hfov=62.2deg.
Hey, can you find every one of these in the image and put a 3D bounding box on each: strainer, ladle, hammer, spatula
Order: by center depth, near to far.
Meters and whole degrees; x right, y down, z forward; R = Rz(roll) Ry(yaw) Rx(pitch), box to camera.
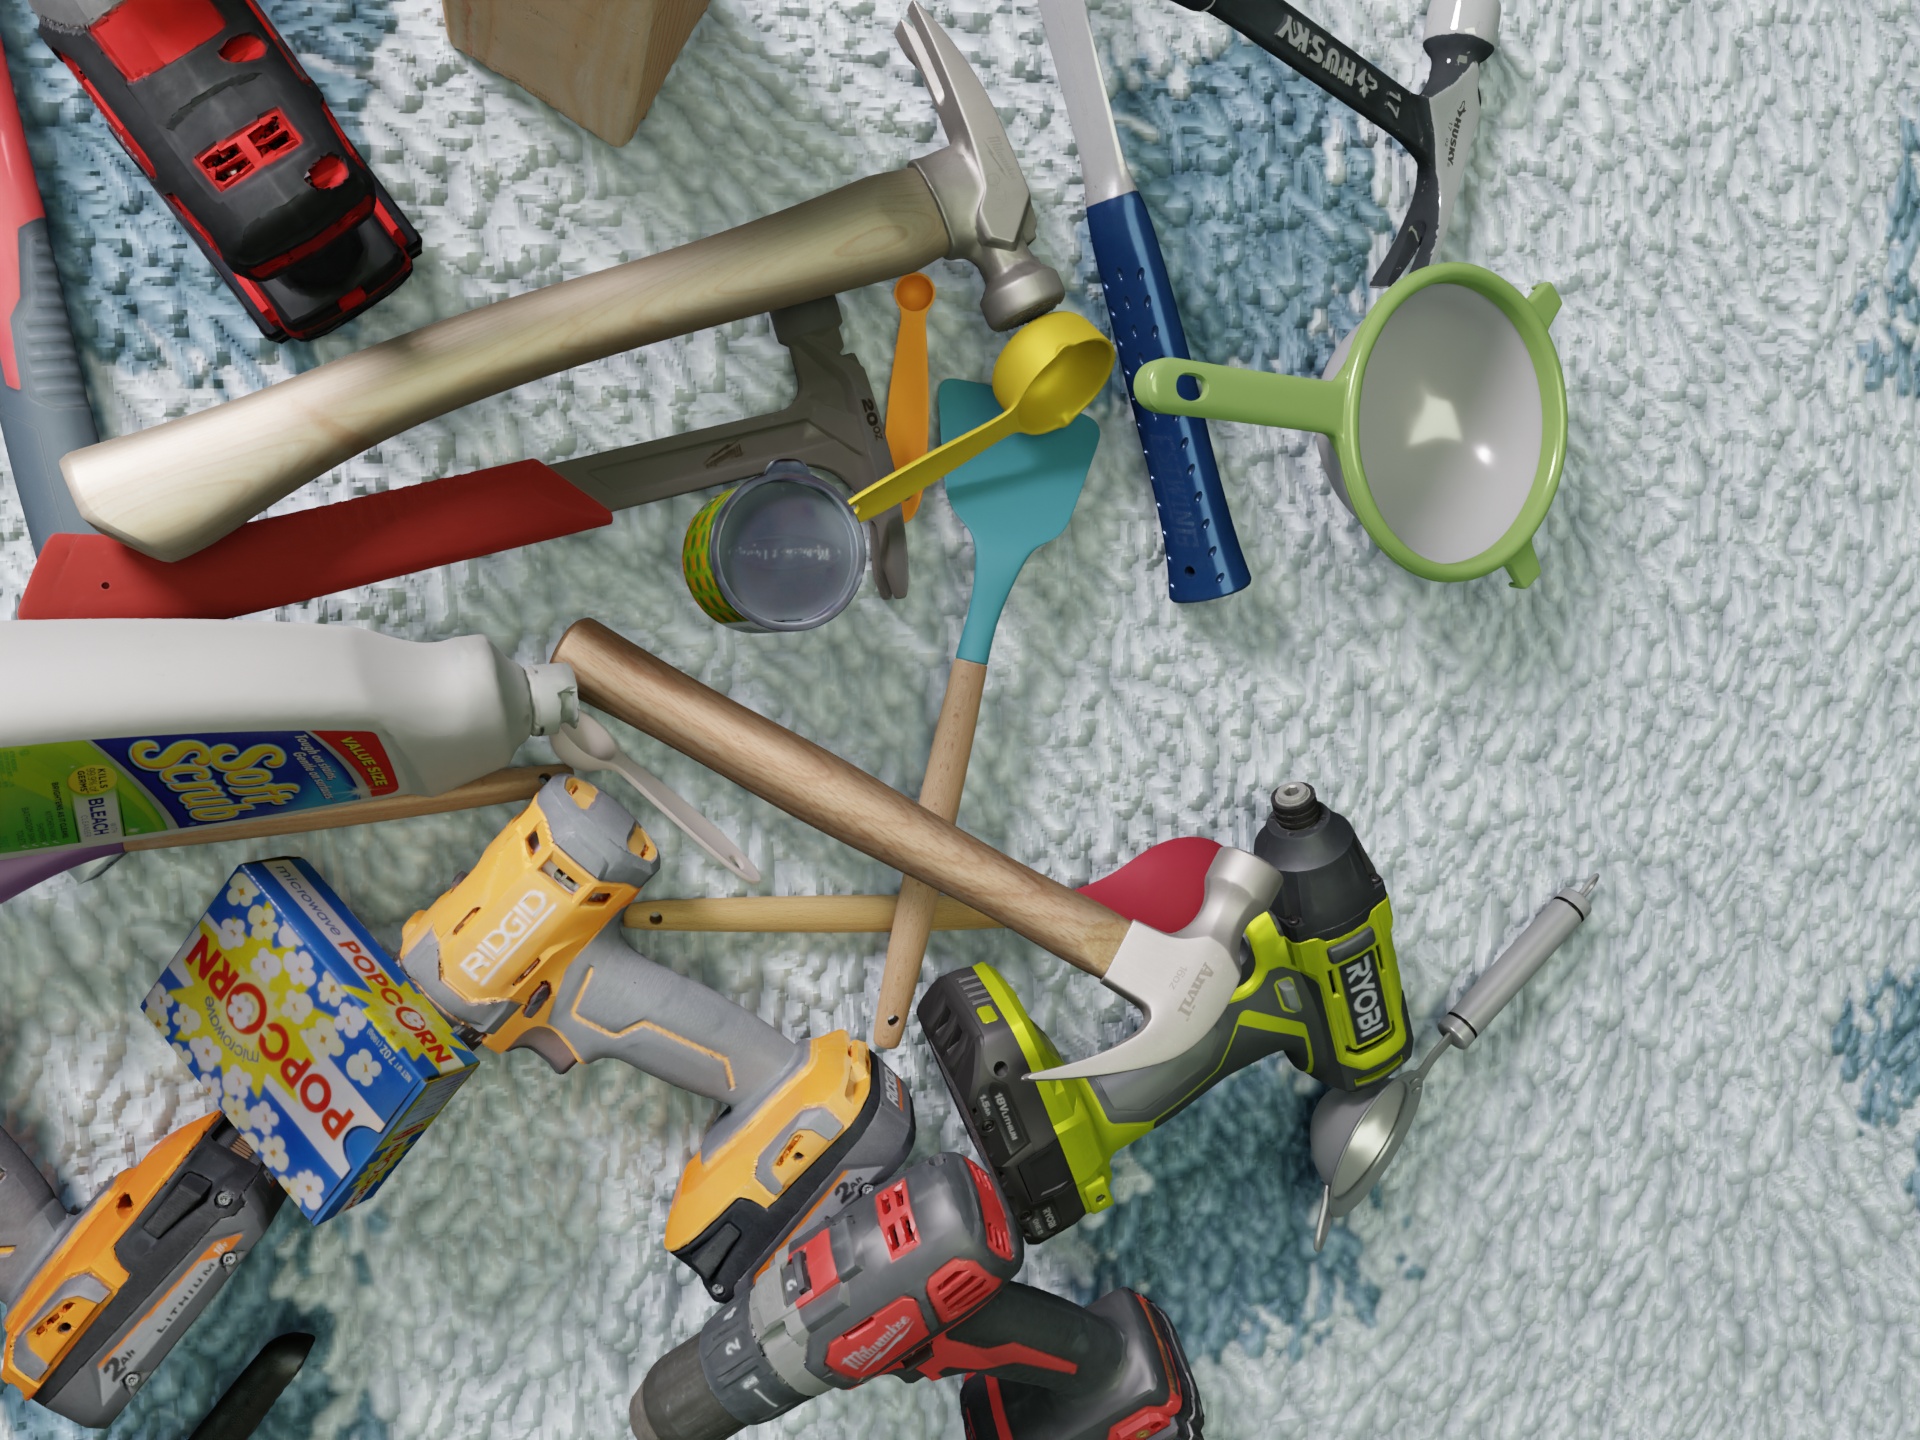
[{"bbox_3d":[-0.403,-0.205,0.635,0.143,0.038,0.386,-11,98,-12],"label":"hammer"},{"bbox_3d":[-0.157,-0.174,0.657,0.410,0.038,0.146,-25,94,-19],"label":"hammer"},{"bbox_3d":[-0.319,0.041,0.660,0.315,0.018,0.060,-6,81,-25],"label":"spatula"},{"bbox_3d":[0.109,-0.300,0.665,0.408,0.036,0.149,6,95,-45],"label":"hammer"},{"bbox_3d":[-0.199,-0.080,0.679,0.359,0.037,0.149,-18,99,-20],"label":"hammer"},{"bbox_3d":[-0.035,0.047,0.694,0.331,0.031,0.130,28,76,7],"label":"hammer"},{"bbox_3d":[0.071,-0.251,0.727,0.035,0.144,0.405,-37,115,-53],"label":"hammer"},{"bbox_3d":[-0.001,-0.002,0.751,0.082,0.044,0.317,13,91,-13],"label":"spatula"},{"bbox_3d":[0.177,-0.144,0.757,0.256,0.069,0.151,1,95,-29],"label":"strainer"},{"bbox_3d":[-0.003,0.092,0.772,0.315,0.031,0.069,1,98,-13],"label":"ladle"},{"bbox_3d":[0.255,0.169,0.837,0.258,0.050,0.086,-42,142,-14],"label":"strainer"}]

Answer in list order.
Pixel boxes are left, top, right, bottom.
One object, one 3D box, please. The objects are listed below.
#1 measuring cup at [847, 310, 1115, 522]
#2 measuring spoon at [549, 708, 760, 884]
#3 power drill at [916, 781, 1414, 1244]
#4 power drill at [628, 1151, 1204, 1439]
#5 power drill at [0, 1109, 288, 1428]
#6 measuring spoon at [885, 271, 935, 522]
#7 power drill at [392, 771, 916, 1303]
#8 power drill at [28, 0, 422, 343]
[{"bbox_3d":[0.000,-0.135,0.723,0.156,0.062,0.029,-32,68,-8],"label":"measuring cup"},{"bbox_3d":[-0.142,0.040,0.732,0.018,0.034,0.124,-42,109,15],"label":"measuring spoon"},{"bbox_3d":[0.101,0.136,0.754,0.223,0.080,0.171,-25,121,-9],"label":"power drill"},{"bbox_3d":[-0.015,0.293,0.710,0.188,0.080,0.226,-36,129,12],"label":"power drill"},{"bbox_3d":[-0.393,0.161,0.649,0.226,0.084,0.164,39,83,-11],"label":"power drill"},{"bbox_3d":[-0.024,-0.152,0.754,0.021,0.011,0.117,4,97,3],"label":"measuring spoon"},{"bbox_3d":[-0.156,0.160,0.708,0.226,0.084,0.185,43,95,-11],"label":"power drill"},{"bbox_3d":[-0.267,-0.218,0.574,0.078,0.220,0.143,-37,103,-9],"label":"power drill"}]
